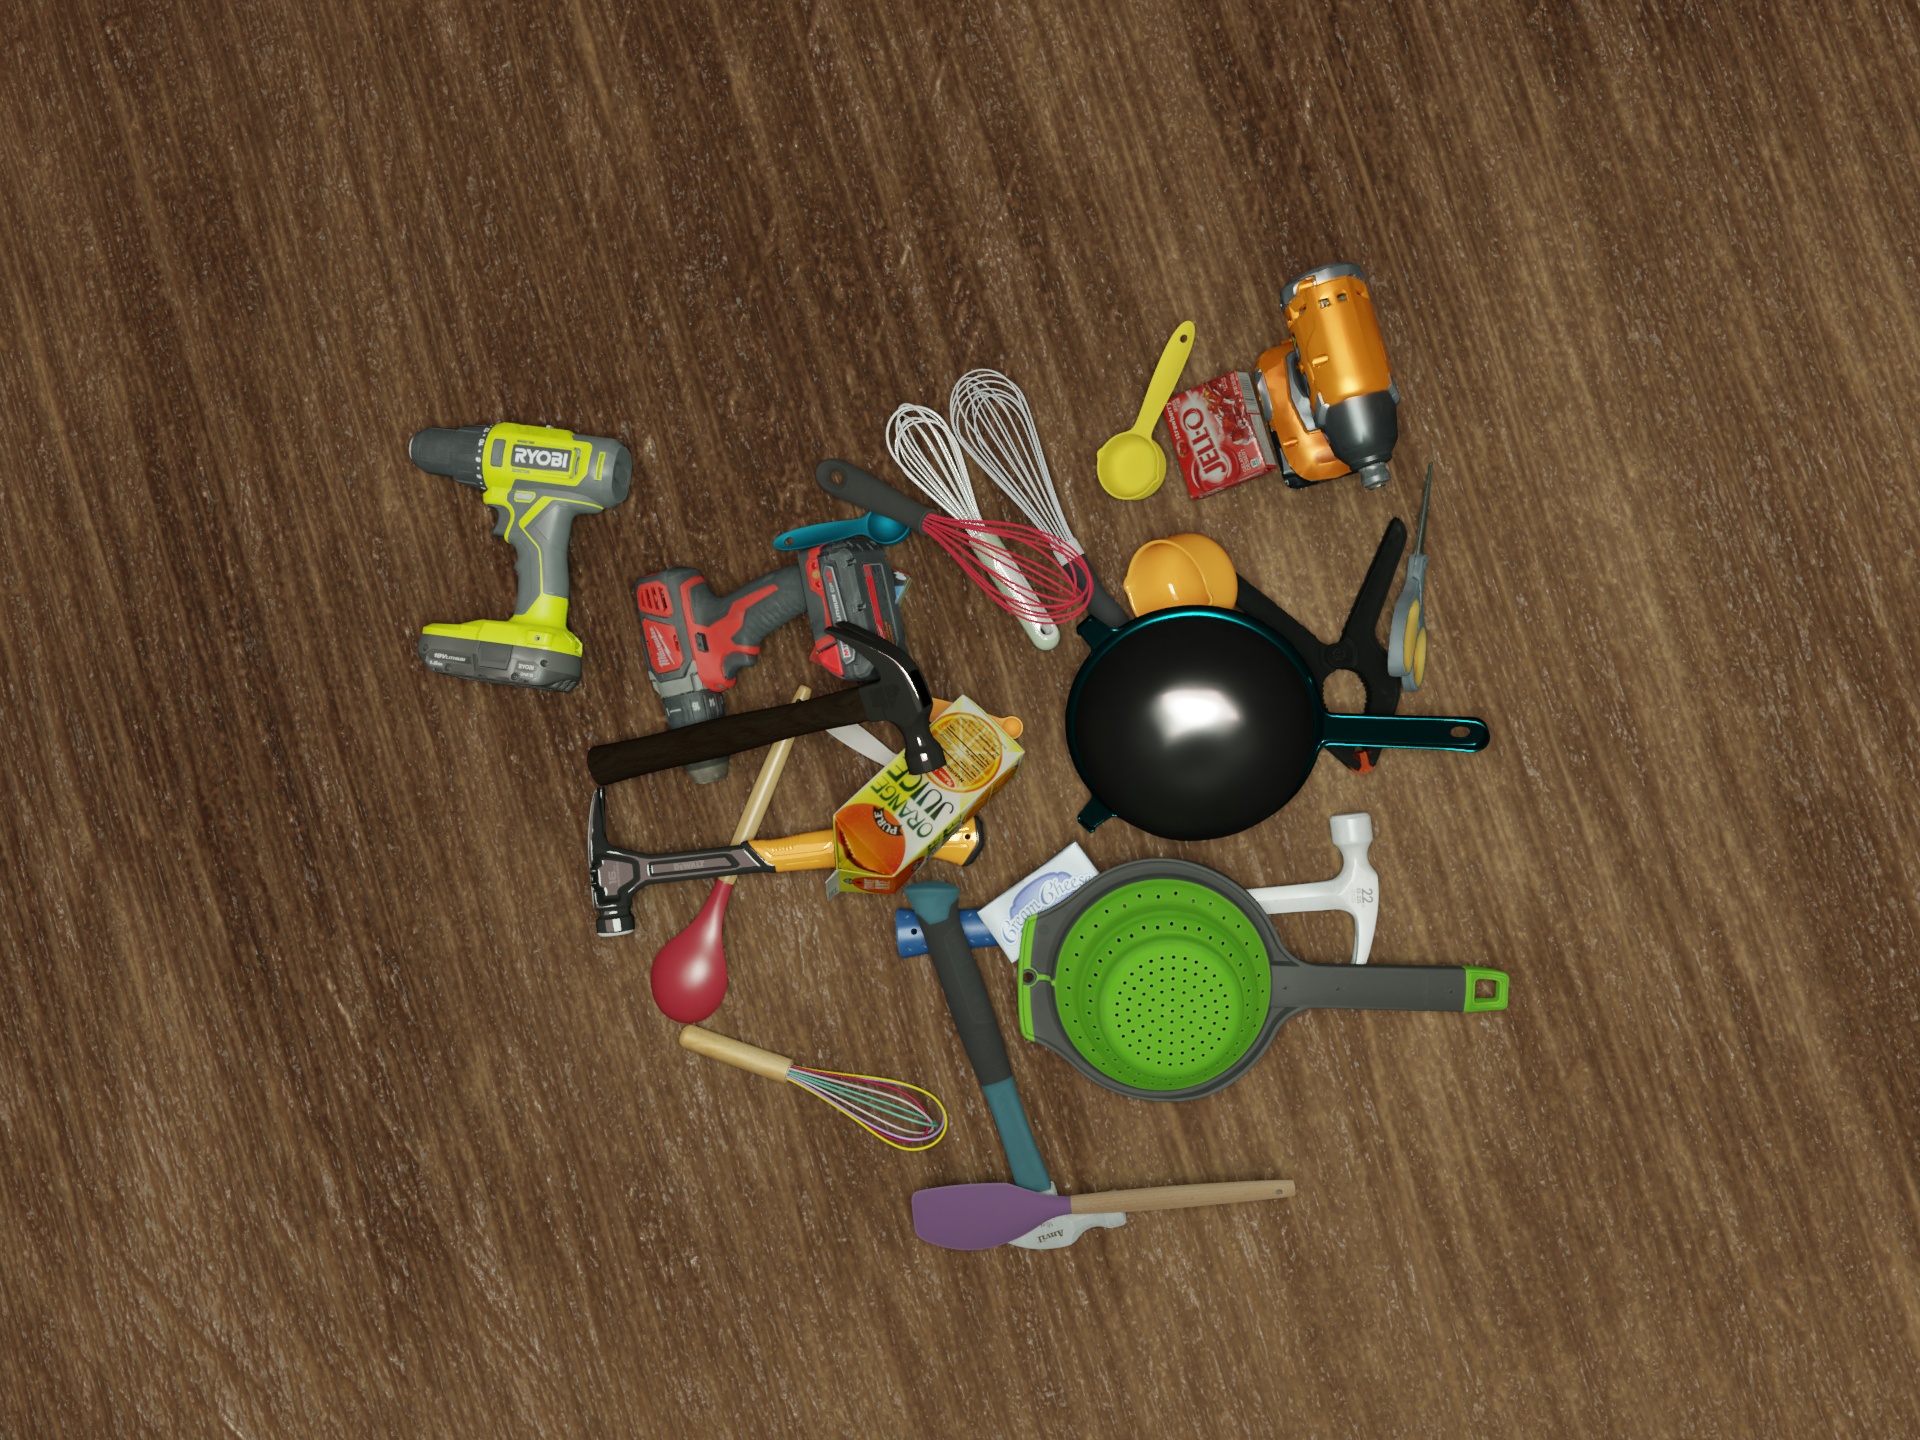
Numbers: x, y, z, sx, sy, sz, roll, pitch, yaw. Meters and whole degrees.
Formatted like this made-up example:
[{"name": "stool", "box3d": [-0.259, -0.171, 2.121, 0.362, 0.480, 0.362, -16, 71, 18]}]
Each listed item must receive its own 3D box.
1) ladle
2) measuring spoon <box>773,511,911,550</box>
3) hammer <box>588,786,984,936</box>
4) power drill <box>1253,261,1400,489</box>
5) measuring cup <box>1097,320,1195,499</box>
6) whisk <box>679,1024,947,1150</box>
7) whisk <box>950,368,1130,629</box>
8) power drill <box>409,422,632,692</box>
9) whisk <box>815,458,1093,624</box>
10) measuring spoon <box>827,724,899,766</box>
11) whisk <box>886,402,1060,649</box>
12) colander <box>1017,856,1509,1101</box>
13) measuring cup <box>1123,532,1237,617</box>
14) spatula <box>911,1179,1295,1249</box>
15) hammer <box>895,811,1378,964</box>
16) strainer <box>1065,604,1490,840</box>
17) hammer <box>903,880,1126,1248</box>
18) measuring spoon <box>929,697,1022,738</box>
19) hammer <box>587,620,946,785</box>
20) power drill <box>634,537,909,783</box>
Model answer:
[{"name": "ladle", "box3d": [-0.193, 0.117, 1.385, 0.069, 0.031, 0.315, 22, 89, 4]}, {"name": "measuring spoon", "box3d": [-0.101, -0.162, 1.391, 0.128, 0.021, 0.042, -9, 68, 14]}, {"name": "hammer", "box3d": [-0.148, 0.105, 1.357, 0.337, 0.034, 0.127, -5, 88, -1]}, {"name": "power drill", "box3d": [0.291, -0.247, 1.245, 0.084, 0.226, 0.164, -15, 87, 5]}, {"name": "measuring cup", "box3d": [0.166, -0.260, 1.342, 0.062, 0.029, 0.156, 29, 103, 26]}, {"name": "whisk", "box3d": [-0.128, 0.312, 1.365, 0.245, 0.051, 0.047, 17, 96, 9]}, {"name": "whisk", "box3d": [0.075, -0.171, 1.355, 0.070, 0.070, 0.284, -30, 91, 4]}, {"name": "power drill", "box3d": [-0.399, -0.148, 1.389, 0.190, 0.080, 0.228, 8, 86, 6]}, {"name": "whisk", "box3d": [-0.013, -0.157, 1.320, 0.296, 0.073, 0.073, 30, 92, 29]}, {"name": "measuring spoon", "box3d": [-0.080, 0.021, 1.384, 0.124, 0.018, 0.034, 34, 92, 12]}, {"name": "whisk", "box3d": [0.014, -0.166, 1.363, 0.058, 0.059, 0.246, -33, 90, -23]}, {"name": "colander", "box3d": [0.244, 0.219, 1.260, 0.397, 0.094, 0.204, 1, 96, 1]}, {"name": "measuring cup", "box3d": [0.192, -0.073, 1.338, 0.095, 0.052, 0.173, 15, 120, 46]}, {"name": "spatula", "box3d": [0.117, 0.401, 1.315, 0.316, 0.018, 0.059, -7, 101, 5]}, {"name": "hammer", "box3d": [0.148, 0.168, 1.344, 0.405, 0.035, 0.144, -6, 88, 6]}, {"name": "strainer", "box3d": [0.250, 0.022, 1.267, 0.340, 0.095, 0.210, 2, 114, 8]}, {"name": "hammer", "box3d": [0.027, 0.288, 1.333, 0.128, 0.033, 0.331, -19, 95, 6]}, {"name": "measuring spoon", "box3d": [-0.002, -0.004, 1.378, 0.117, 0.011, 0.021, 12, 93, 9]}, {"name": "hammer", "box3d": [-0.173, 0.006, 1.306, 0.331, 0.031, 0.130, -12, 100, 27]}, {"name": "power drill", "box3d": [-0.163, -0.052, 1.344, 0.227, 0.080, 0.188, -11, 93, 22]}]
